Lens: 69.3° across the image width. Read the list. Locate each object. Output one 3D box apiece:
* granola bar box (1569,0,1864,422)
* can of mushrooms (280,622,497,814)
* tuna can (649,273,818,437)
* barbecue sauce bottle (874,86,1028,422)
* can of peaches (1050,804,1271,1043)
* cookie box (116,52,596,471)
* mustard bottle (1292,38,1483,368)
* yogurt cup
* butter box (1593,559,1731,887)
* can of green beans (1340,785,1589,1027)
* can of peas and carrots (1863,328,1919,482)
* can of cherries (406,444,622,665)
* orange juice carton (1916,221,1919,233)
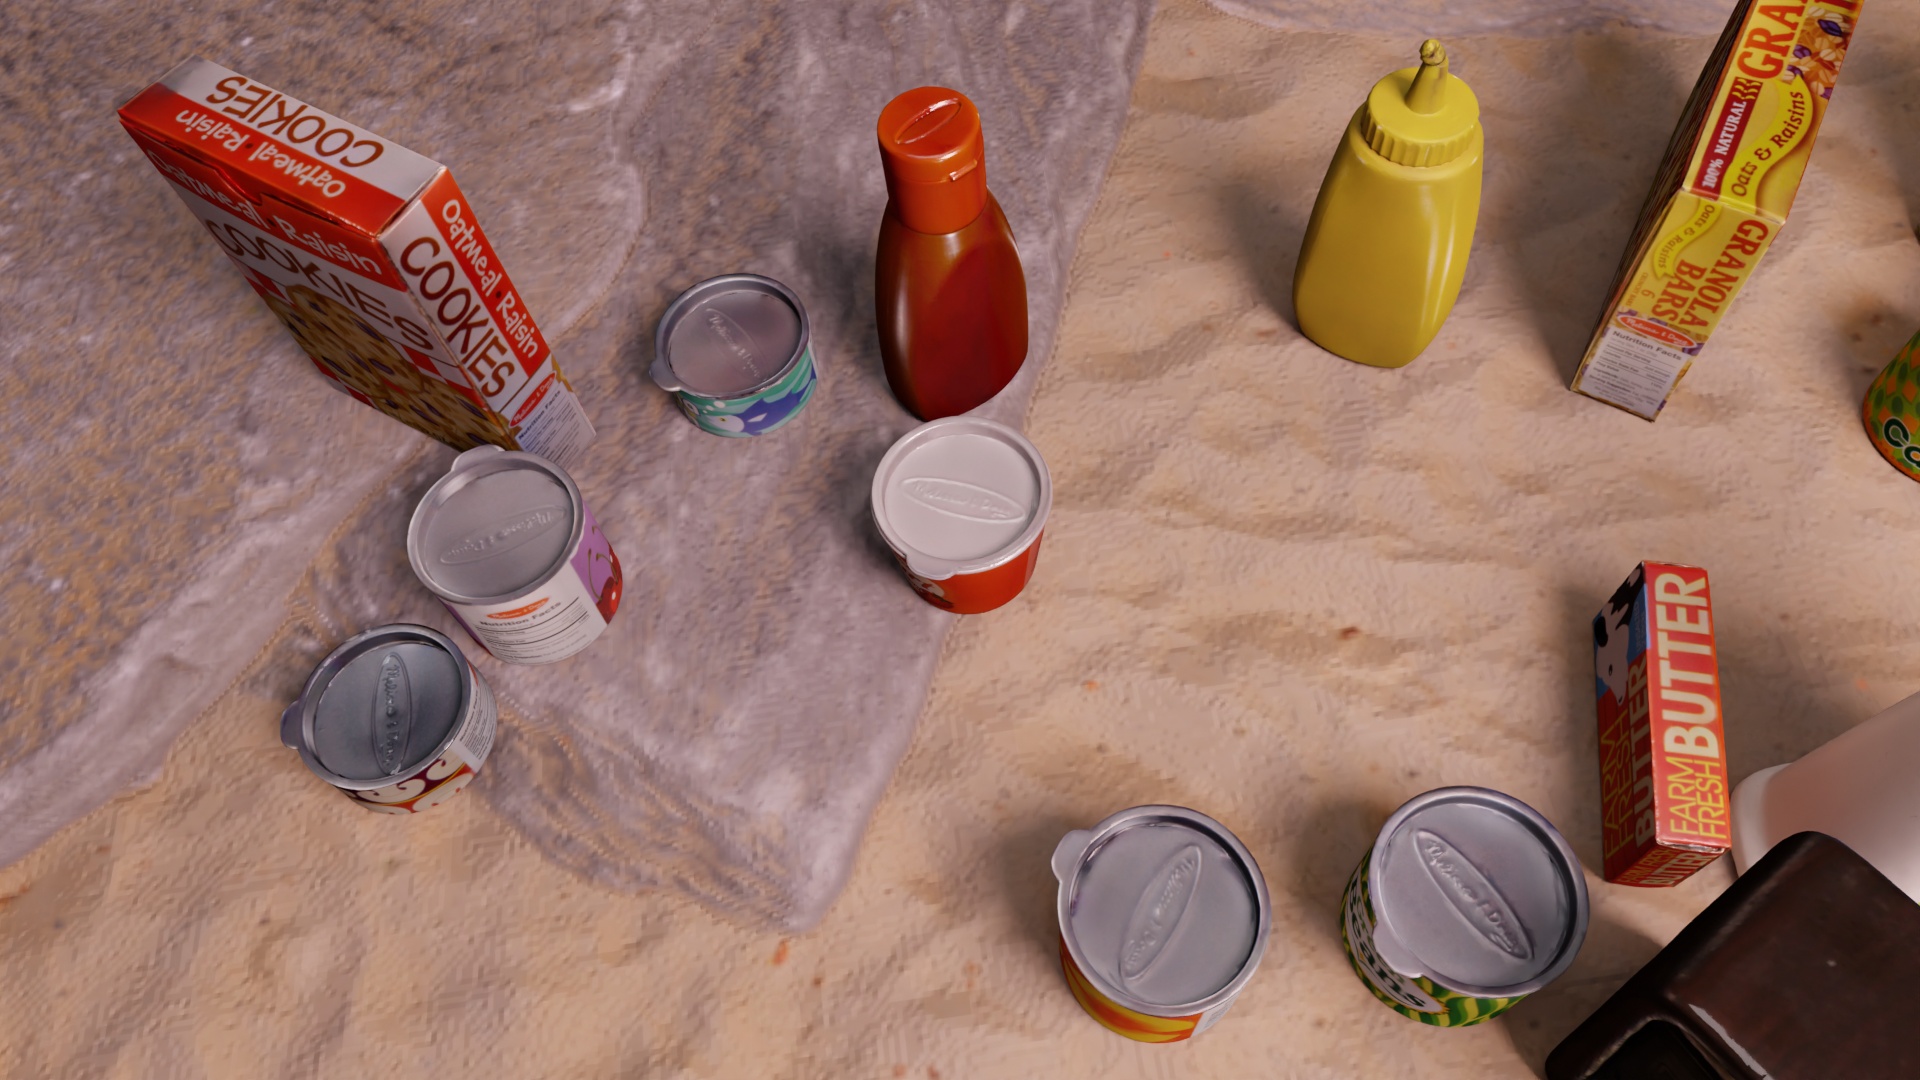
[{"bbox_3d":[0.303,-0.149,0.553,0.039,0.123,0.166,24,66,16],"label":"granola bar box"},{"bbox_3d":[-0.214,0.068,0.525,0.071,0.033,0.071,-2,61,3],"label":"can of mushrooms"},{"bbox_3d":[-0.097,-0.078,0.597,0.071,0.032,0.071,-2,61,3],"label":"tuna can"},{"bbox_3d":[-0.005,-0.108,0.541,0.065,0.148,0.044,-36,65,-14],"label":"barbecue sauce bottle"},{"bbox_3d":[0.063,0.126,0.458,0.071,0.057,0.071,-2,61,3],"label":"can of peaches"},{"bbox_3d":[-0.225,-0.096,0.540,0.123,0.166,0.040,25,66,17],"label":"cookie box"},{"bbox_3d":[0.169,-0.131,0.533,0.065,0.159,0.049,24,66,16],"label":"mustard bottle"},{"bbox_3d":[0.002,-0.007,0.538,0.072,0.053,0.073,-2,61,3],"label":"yogurt cup"},{"bbox_3d":[0.241,0.064,0.481,0.024,0.053,0.104,7,62,8],"label":"butter box"},{"bbox_3d":[0.162,0.121,0.453,0.071,0.057,0.071,-2,61,3],"label":"can of green beans"},{"bbox_3d":[0.394,-0.057,0.533,0.071,0.058,0.071,-2,61,3],"label":"can of peas and carrots"},{"bbox_3d":[-0.171,0.006,0.542,0.071,0.058,0.072,-2,61,3],"label":"can of cherries"},{"bbox_3d":[0.446,-0.153,0.506,0.073,0.191,0.072,-3,61,3],"label":"orange juice carton"}]
